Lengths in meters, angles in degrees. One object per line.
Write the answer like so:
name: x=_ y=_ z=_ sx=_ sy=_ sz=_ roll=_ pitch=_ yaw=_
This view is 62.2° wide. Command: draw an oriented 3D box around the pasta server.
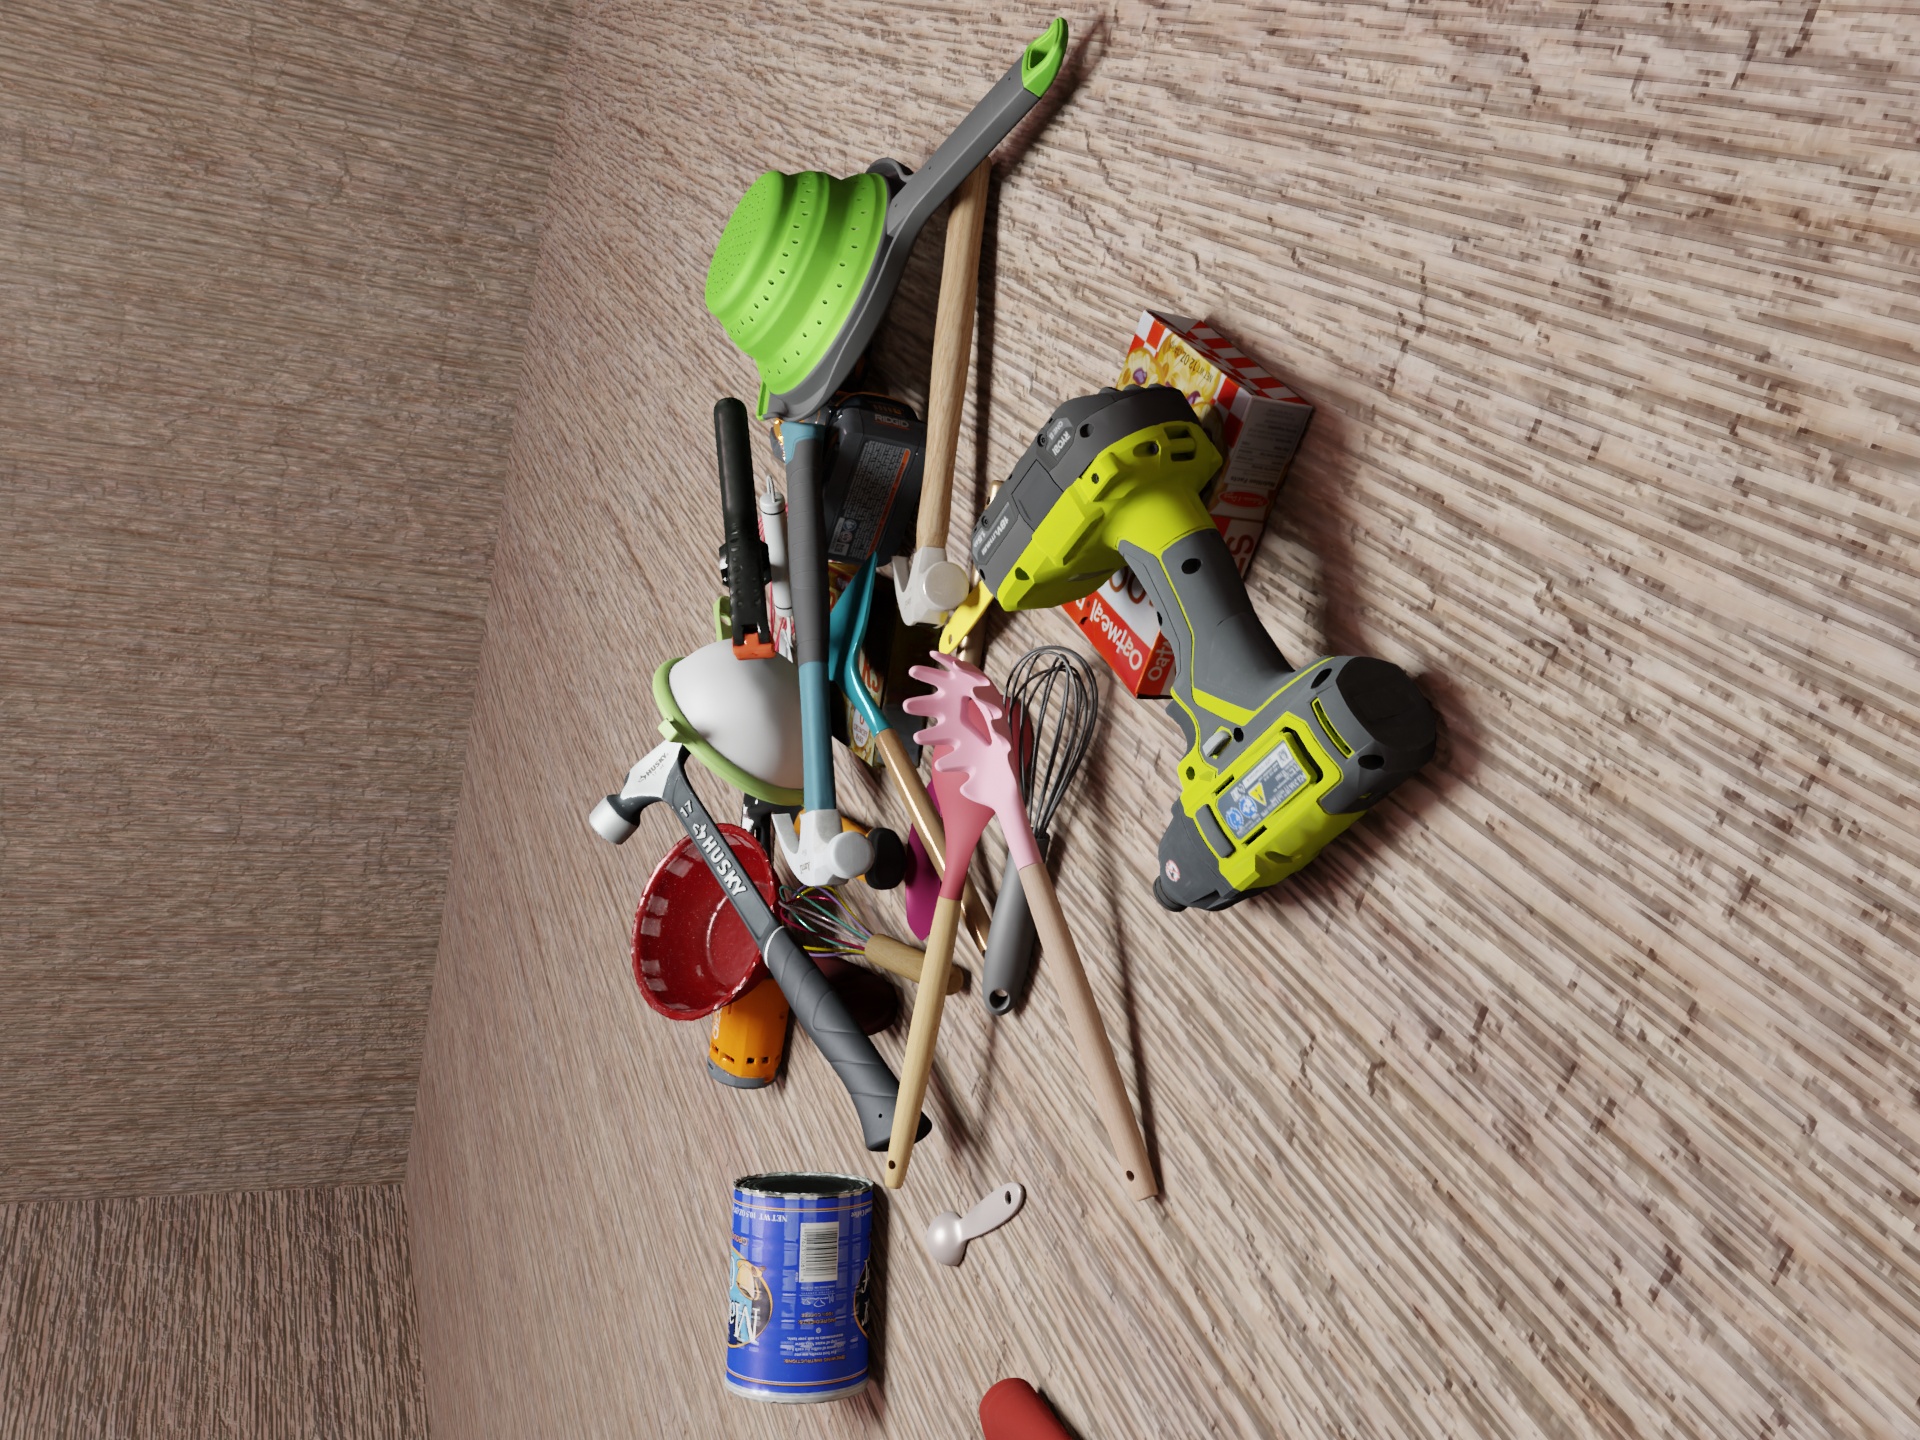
pasta server: x=0.042 y=0.106 z=0.869 sx=0.060 sy=0.040 sz=0.316 roll=-38 pitch=65 yaw=45

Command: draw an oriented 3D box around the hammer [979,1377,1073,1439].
hammer: x=0.103 y=0.419 z=0.760 sx=0.359 sy=0.036 sz=0.149 roll=25 pitch=108 yaw=63

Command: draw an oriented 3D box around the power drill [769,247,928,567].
power drill: x=-0.084 y=-0.244 z=1.220 sx=0.226 sy=0.084 sz=0.185 roll=-112 pitch=38 yaw=-51

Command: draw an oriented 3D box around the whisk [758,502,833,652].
whisk: x=-0.159 y=-0.072 z=1.375 sx=0.073 sy=0.073 sz=0.295 roll=-114 pitch=31 yaw=-45

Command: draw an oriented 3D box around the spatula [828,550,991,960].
spatula: x=-0.031 y=0.029 z=1.066 sx=0.082 sy=0.044 sz=0.318 roll=-51 pitch=56 yaw=40

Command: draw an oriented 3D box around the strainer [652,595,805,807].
strainer: x=-0.157 y=-0.042 z=1.219 sx=0.069 sy=0.151 sz=0.257 roll=-47 pitch=31 yaw=20

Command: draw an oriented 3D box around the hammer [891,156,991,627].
hammer: x=-0.009 y=-0.225 z=1.083 sx=0.130 sy=0.031 sz=0.331 roll=155 pitch=122 yaw=-75

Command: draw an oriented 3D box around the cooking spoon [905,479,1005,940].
cooking spoon: x=-0.002 y=-0.003 z=1.070 sx=0.069 sy=0.017 sz=0.319 roll=-141 pitch=59 yaw=-63

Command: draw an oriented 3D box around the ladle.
ladle: x=-0.012 y=0.136 z=0.995 sx=0.069 sy=0.031 sz=0.315 roll=10 pitch=89 yaw=33

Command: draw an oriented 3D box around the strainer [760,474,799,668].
strainer: x=-0.135 y=-0.084 z=1.269 sx=0.087 sy=0.050 sz=0.258 roll=-111 pitch=14 yaw=-47

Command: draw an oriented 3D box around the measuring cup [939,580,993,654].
measuring cup: x=0.029 y=-0.081 z=1.004 sx=0.156 sy=0.029 sz=0.062 roll=-47 pitch=44 yaw=52

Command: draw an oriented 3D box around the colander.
colander: x=-0.076 y=-0.357 z=1.093 sx=0.397 sy=0.094 sz=0.205 roll=-32 pitch=43 yaw=48

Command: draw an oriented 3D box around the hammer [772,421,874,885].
hammer: x=-0.101 y=-0.051 z=1.090 sx=0.128 sy=0.033 sz=0.331 roll=152 pitch=117 yaw=-65

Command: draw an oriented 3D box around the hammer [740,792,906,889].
hammer: x=-0.116 y=0.090 z=1.262 sx=0.337 sy=0.034 sz=0.127 roll=-162 pitch=79 yaw=-66

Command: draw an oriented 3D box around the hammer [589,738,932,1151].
hammer: x=-0.135 y=0.146 z=1.138 sx=0.149 sy=0.036 sz=0.409 roll=-46 pitch=52 yaw=6

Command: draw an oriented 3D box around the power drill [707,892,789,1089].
power drill: x=-0.211 y=0.207 z=1.408 sx=0.227 sy=0.084 sz=0.164 roll=25 pitch=108 yaw=59

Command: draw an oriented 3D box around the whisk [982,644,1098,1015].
whisk: x=0.039 y=0.069 z=0.944 sx=0.055 sy=0.055 sz=0.239 roll=-139 pitch=54 yaw=-59

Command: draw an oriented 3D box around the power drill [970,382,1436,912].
power drill: x=0.100 y=-0.029 z=0.741 sx=0.223 sy=0.080 sz=0.171 roll=61 pitch=140 yaw=20

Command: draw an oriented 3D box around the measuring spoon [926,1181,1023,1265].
measuring spoon: x=0.006 y=0.314 z=0.999 sx=0.124 sy=0.018 sz=0.034 roll=-51 pitch=41 yaw=48

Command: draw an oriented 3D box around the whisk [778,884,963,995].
whisk: x=-0.069 y=0.154 z=1.139 sx=0.245 sy=0.047 sz=0.051 roll=11 pitch=122 yaw=57
